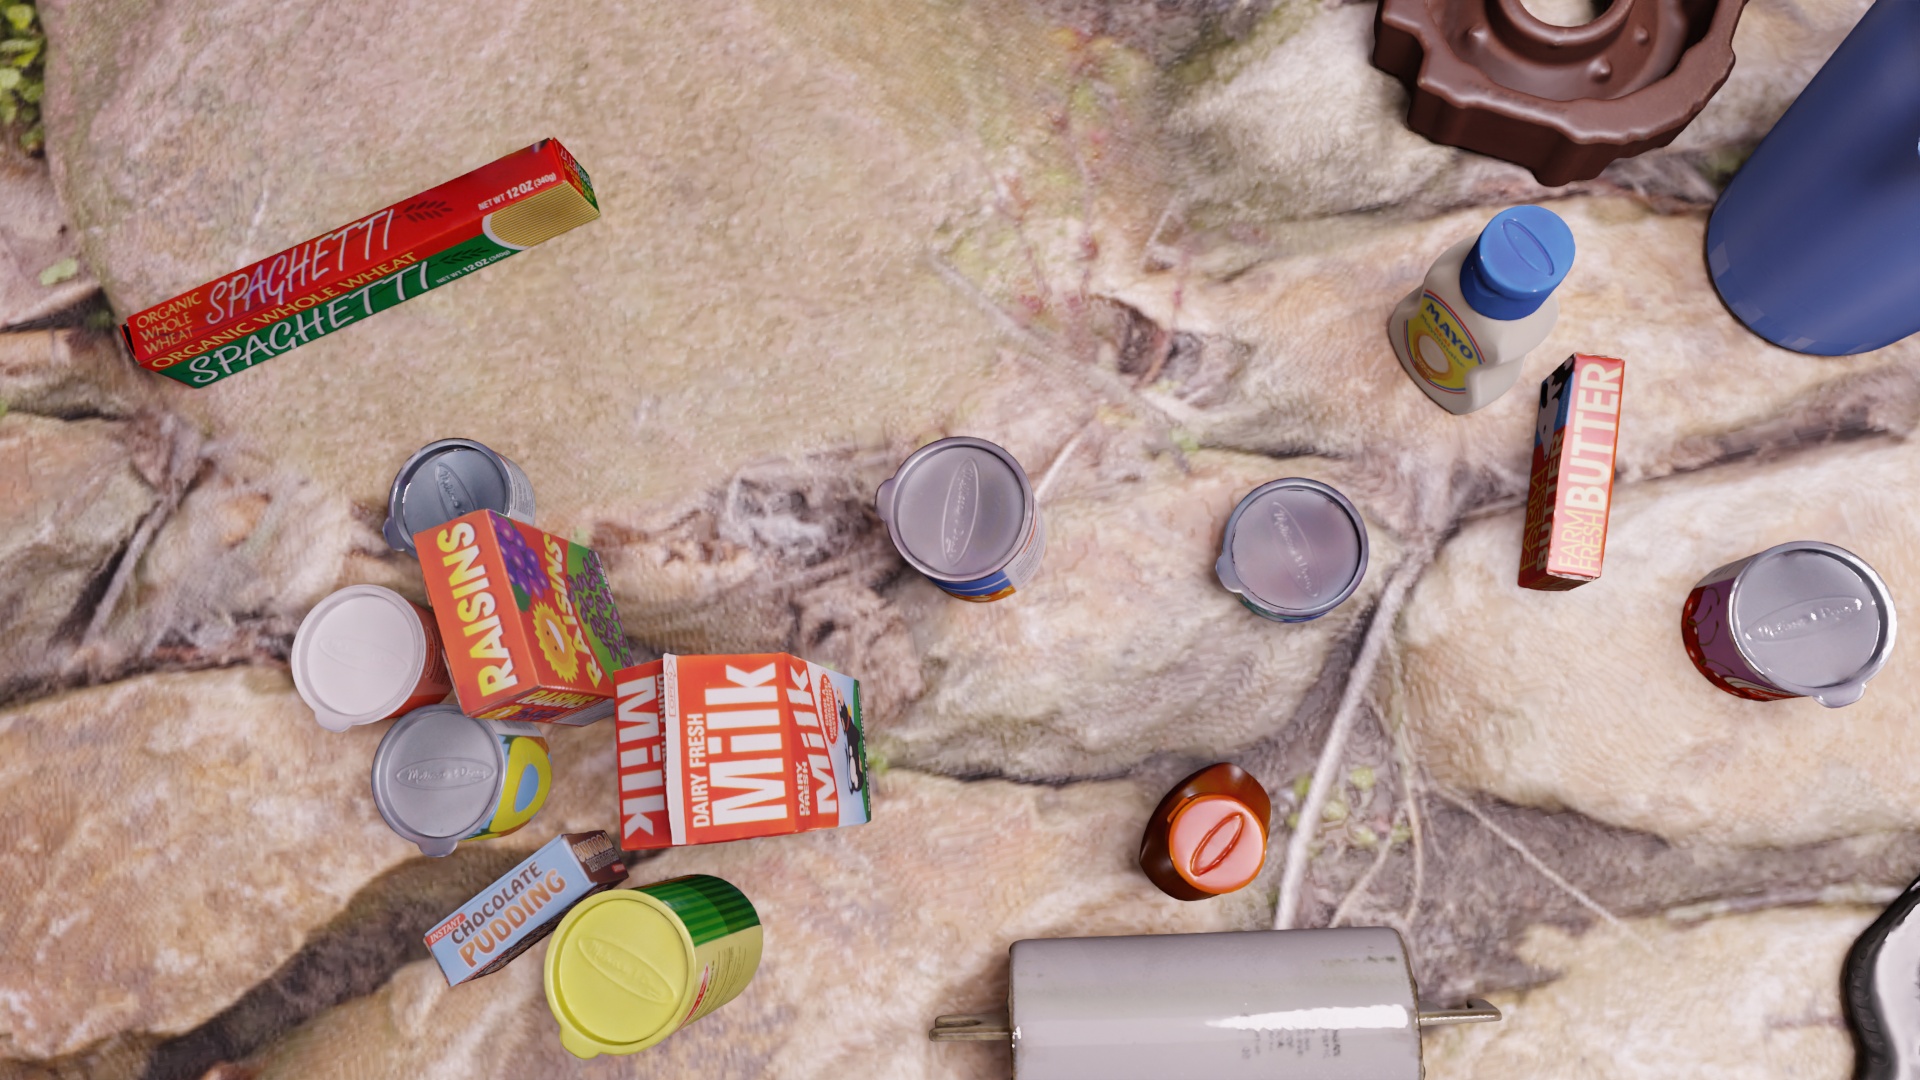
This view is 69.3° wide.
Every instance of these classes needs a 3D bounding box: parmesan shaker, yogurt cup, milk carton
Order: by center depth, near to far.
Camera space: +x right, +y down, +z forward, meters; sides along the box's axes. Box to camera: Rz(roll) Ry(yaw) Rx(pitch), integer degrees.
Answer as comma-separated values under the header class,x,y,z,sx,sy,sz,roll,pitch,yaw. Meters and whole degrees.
class,x,y,z,sx,sy,sz,roll,pitch,yaw
milk carton,-0.093,0.091,0.592,0.073,0.190,0.072,-7,80,6
parmesan shaker,-0.136,0.189,0.625,0.071,0.103,0.071,-1,80,7
yogurt cup,-0.287,0.059,0.693,0.072,0.054,0.072,-1,80,7

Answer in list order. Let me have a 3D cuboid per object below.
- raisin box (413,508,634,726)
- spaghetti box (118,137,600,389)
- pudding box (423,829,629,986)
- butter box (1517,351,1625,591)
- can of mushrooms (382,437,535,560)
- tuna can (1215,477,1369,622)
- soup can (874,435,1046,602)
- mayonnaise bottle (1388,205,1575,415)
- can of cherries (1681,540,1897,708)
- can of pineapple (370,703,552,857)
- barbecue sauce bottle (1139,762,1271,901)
class,x,y,z,sx,sy,sz,roll,pitch,yaw
raisin box,-0.199,0.039,0.649,0.040,0.123,0.086,-21,78,4
spaghetti box,-0.315,-0.144,0.735,0.250,0.050,0.029,-22,78,3
pudding box,-0.207,0.174,0.664,0.084,0.049,0.030,-36,78,0
butter box,0.279,-0.029,0.636,0.024,0.053,0.103,9,81,9
can of mushrooms,-0.257,-0.016,0.713,0.071,0.033,0.071,-1,80,7
tuna can,0.154,0.006,0.656,0.071,0.033,0.071,-1,80,7
soup can,0.002,-0.008,0.652,0.071,0.083,0.071,-1,80,7
mayonnaise bottle,0.228,-0.101,0.607,0.041,0.148,0.065,-35,78,1
can of cherries,0.362,0.039,0.610,0.071,0.058,0.071,-1,80,7
can of pineapple,-0.241,0.115,0.675,0.071,0.058,0.071,-1,80,7
barbecue sauce bottle,0.103,0.123,0.582,0.044,0.148,0.065,41,88,12
